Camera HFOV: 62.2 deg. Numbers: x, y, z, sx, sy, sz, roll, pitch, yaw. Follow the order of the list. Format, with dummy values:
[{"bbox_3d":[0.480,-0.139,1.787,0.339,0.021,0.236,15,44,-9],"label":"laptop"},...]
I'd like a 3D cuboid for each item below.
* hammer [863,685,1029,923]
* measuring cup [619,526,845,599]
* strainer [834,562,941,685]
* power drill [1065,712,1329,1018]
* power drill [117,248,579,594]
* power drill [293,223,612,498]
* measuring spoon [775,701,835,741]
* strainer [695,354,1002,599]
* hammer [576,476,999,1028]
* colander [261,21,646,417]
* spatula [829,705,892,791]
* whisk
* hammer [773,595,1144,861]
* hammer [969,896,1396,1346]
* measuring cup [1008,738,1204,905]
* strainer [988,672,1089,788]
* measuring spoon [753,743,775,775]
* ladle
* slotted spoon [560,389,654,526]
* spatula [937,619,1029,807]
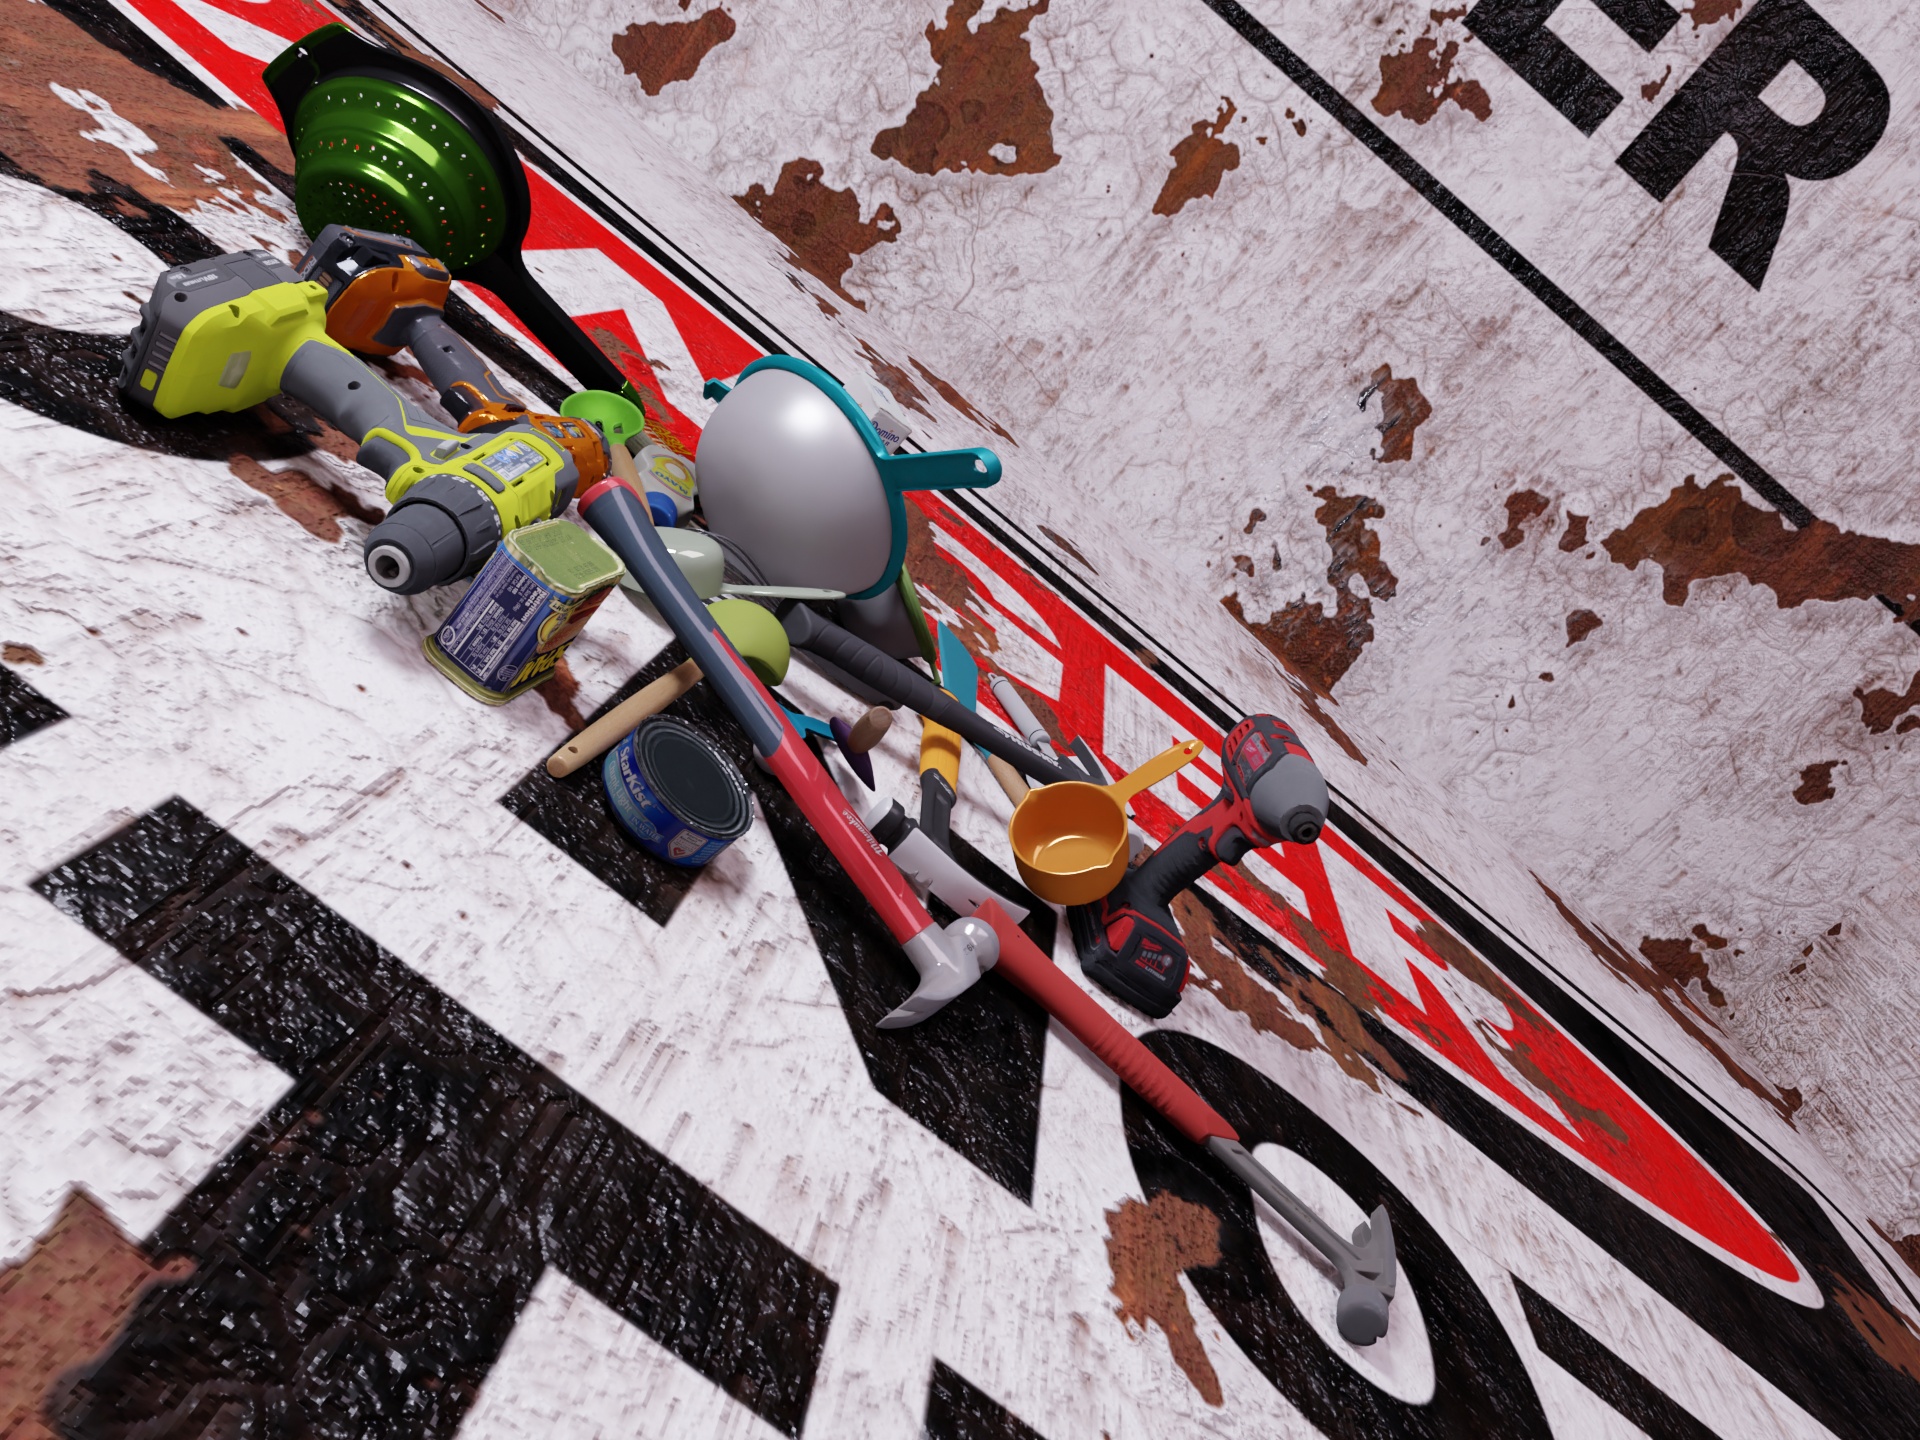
[{"bbox_3d":[-0.010,0.049,1.213,0.127,0.034,0.337,41,15,-13],"label":"hammer"},{"bbox_3d":[-0.164,-0.112,1.158,0.167,0.038,0.083,4,19,-14],"label":"measuring cup"},{"bbox_3d":[-0.090,-0.143,1.426,0.257,0.069,0.151,-115,-176,-49],"label":"strainer"},{"bbox_3d":[0.181,0.105,1.167,0.078,0.219,0.143,35,17,-19],"label":"power drill"},{"bbox_3d":[-0.348,-0.163,0.903,0.228,0.080,0.191,34,25,-5],"label":"power drill"},{"bbox_3d":[-0.362,-0.240,1.112,0.226,0.084,0.164,45,17,1],"label":"power drill"},{"bbox_3d":[-0.114,0.010,1.136,0.042,0.021,0.128,47,9,19],"label":"measuring spoon"},{"bbox_3d":[-0.106,-0.170,1.214,0.340,0.095,0.211,7,-57,52],"label":"strainer"},{"bbox_3d":[-0.119,0.012,0.963,0.386,0.038,0.143,53,19,6],"label":"hammer"},{"bbox_3d":[-0.407,-0.363,1.298,0.396,0.204,0.095,48,44,-36],"label":"colander"},{"bbox_3d":[-0.061,0.014,0.997,0.060,0.018,0.316,59,-9,1],"label":"spatula"},{"bbox_3d":[-0.133,-0.076,1.254,0.238,0.055,0.055,36,17,-27],"label":"whisk"},{"bbox_3d":[-0.002,-0.004,1.245,0.334,0.035,0.146,31,18,-24],"label":"hammer"},{"bbox_3d":[0.143,0.247,1.047,0.359,0.036,0.149,42,17,4],"label":"hammer"},{"bbox_3d":[0.116,0.073,1.189,0.095,0.173,0.052,42,-26,38],"label":"measuring cup"},{"bbox_3d":[0.077,0.021,1.480,0.086,0.050,0.259,12,26,-31],"label":"strainer"},{"bbox_3d":[-0.095,0.057,1.059,0.124,0.018,0.034,46,14,-6],"label":"measuring spoon"},{"bbox_3d":[-0.185,-0.015,1.010,0.078,0.062,0.320,34,23,2],"label":"ladle"},{"bbox_3d":[-0.267,-0.201,1.242,0.070,0.031,0.314,1,26,-20],"label":"slotted spoon"},{"bbox_3d":[0.049,0.041,1.353,0.318,0.044,0.082,56,5,38],"label":"spatula"}]
